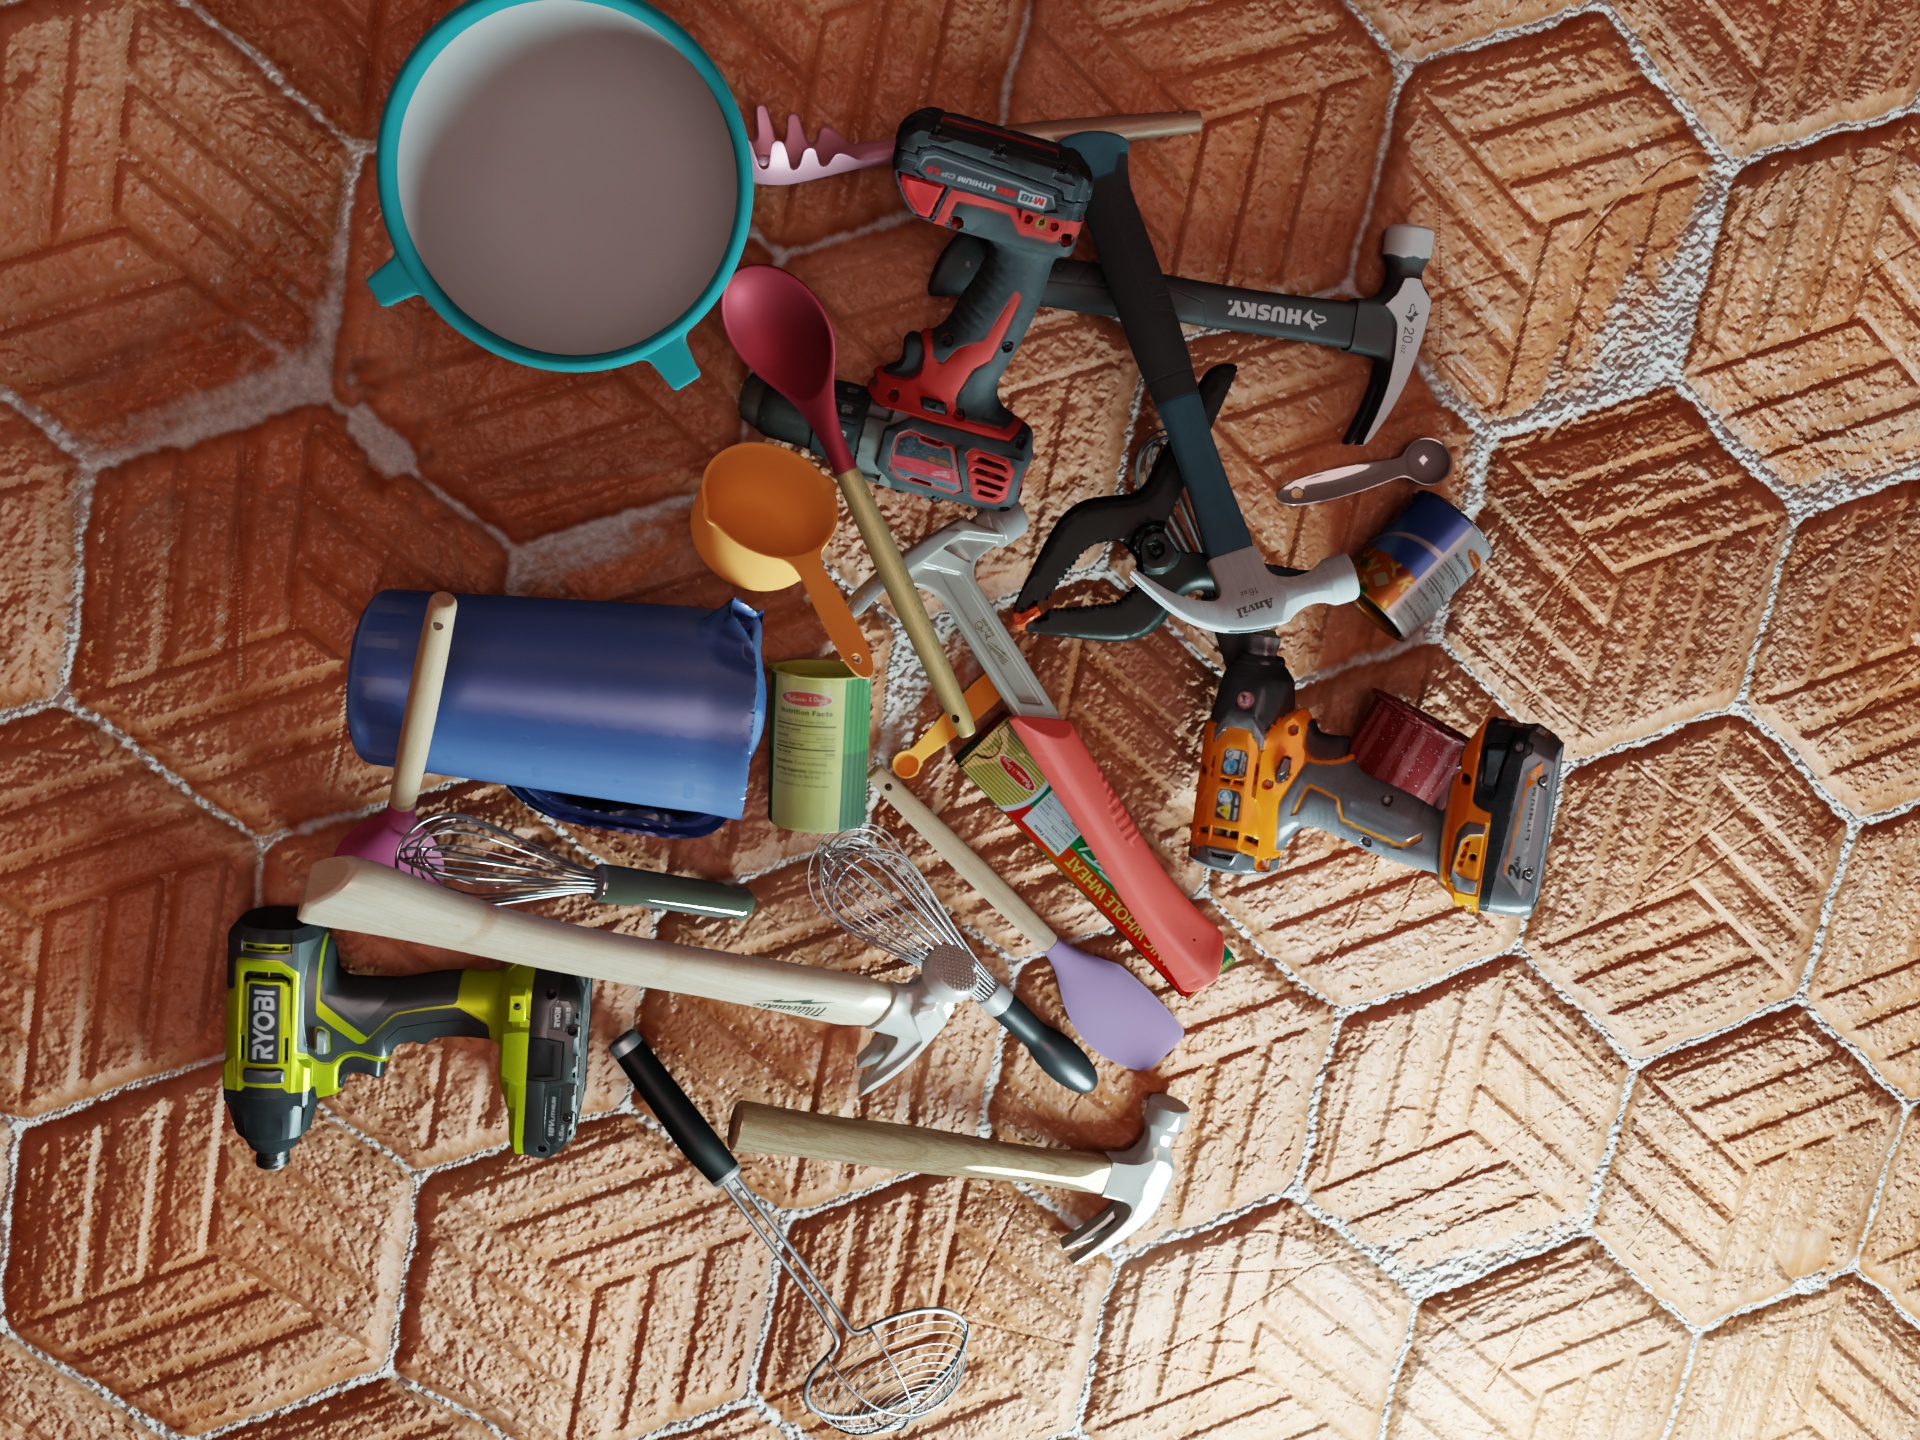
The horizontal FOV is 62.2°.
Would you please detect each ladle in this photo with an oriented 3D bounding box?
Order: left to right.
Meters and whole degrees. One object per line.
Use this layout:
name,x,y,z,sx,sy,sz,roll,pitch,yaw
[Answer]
ladle,-0.058,-0.129,0.971,0.069,0.031,0.315,-15,107,33

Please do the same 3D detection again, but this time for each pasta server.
pasta server,0.002,-0.368,0.994,0.316,0.060,0.040,-9,133,-11

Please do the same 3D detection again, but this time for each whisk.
whisk,-0.238,0.103,1.011,0.246,0.058,0.059,14,86,-36
whisk,0.003,0.172,1.102,0.070,0.070,0.284,-45,111,1
whisk,0.178,-0.088,1.085,0.055,0.055,0.238,-26,109,-4

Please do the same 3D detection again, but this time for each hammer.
hammer,-0.199,0.157,0.994,0.410,0.038,0.146,16,132,-25
hammer,-0.002,0.310,1.127,0.331,0.031,0.130,12,101,-18
hammer,0.065,0.036,1.060,0.149,0.037,0.359,-36,102,-20
hammer,0.131,-0.211,0.983,0.128,0.033,0.331,-19,85,3
hammer,0.144,-0.269,1.043,0.334,0.035,0.146,5,100,-11

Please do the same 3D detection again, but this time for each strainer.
strainer,-0.205,-0.372,0.920,0.211,0.095,0.340,15,101,-4

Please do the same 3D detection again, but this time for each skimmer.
skimmer,-0.128,0.360,1.131,0.127,0.090,0.363,-36,95,3

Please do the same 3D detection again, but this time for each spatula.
spatula,0.044,0.142,1.116,0.060,0.018,0.315,-43,109,1

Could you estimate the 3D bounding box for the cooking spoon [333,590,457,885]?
cooking spoon,-0.326,0.034,0.935,0.068,0.017,0.318,13,137,-17

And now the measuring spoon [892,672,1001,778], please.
measuring spoon,-0.002,-0.003,1.087,0.117,0.011,0.021,-42,105,-3

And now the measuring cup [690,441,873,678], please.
measuring cup,-0.105,-0.089,0.990,0.095,0.052,0.174,-21,74,-33

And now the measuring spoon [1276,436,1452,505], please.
measuring spoon,0.278,-0.167,1.101,0.124,0.018,0.034,-13,83,-1

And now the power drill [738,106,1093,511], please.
power drill,-0.027,-0.249,0.973,0.188,0.080,0.226,15,118,-3

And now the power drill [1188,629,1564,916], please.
power drill,0.267,0.033,1.036,0.226,0.084,0.164,10,100,24

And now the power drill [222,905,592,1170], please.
power drill,-0.359,0.215,1.036,0.223,0.080,0.171,5,101,-7
